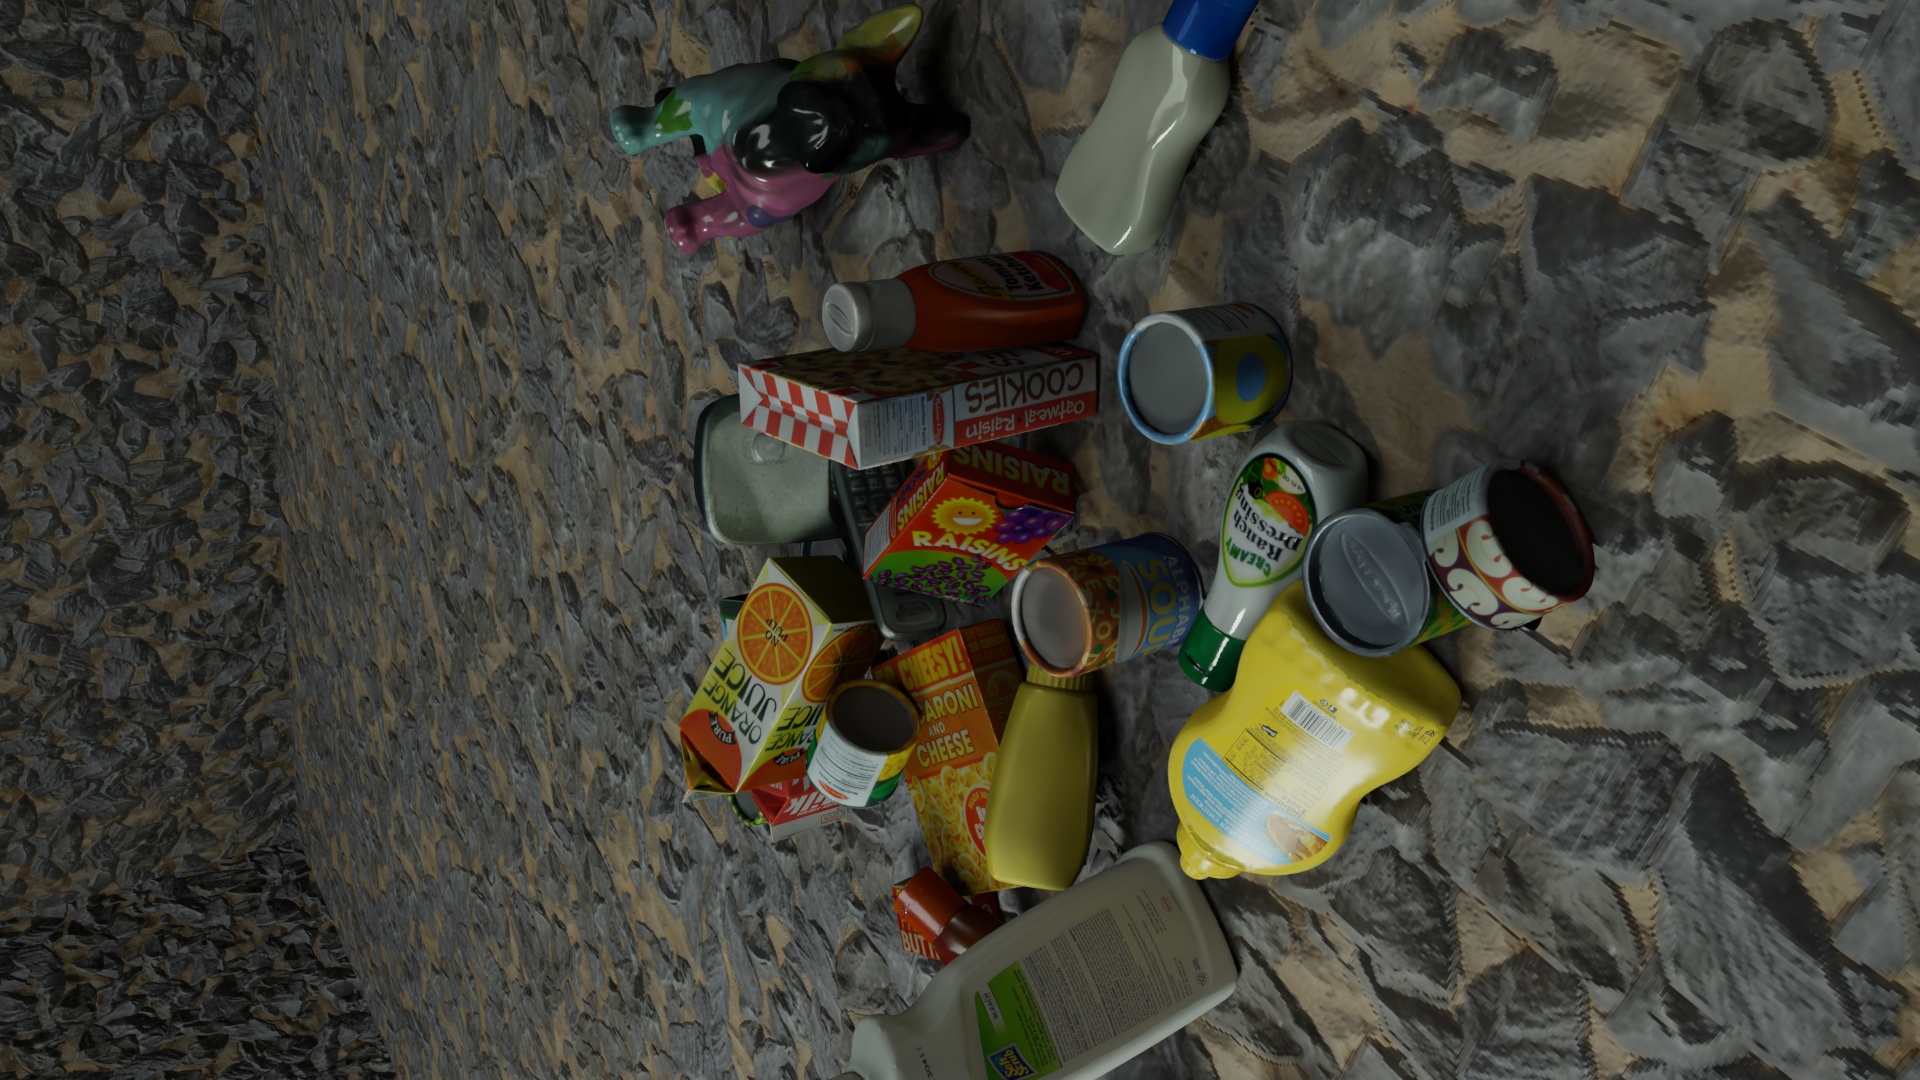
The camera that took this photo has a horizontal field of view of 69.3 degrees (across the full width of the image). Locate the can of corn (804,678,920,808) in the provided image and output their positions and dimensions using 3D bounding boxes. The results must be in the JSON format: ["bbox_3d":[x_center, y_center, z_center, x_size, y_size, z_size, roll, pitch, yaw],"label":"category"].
[{"bbox_3d":[-0.064,0.133,0.929,0.071,0.071,0.058,53,138,30],"label":"can of corn"}]

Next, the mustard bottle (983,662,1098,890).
[{"bbox_3d":[0.054,0.125,0.833,0.049,0.065,0.160,113,167,-87],"label":"mustard bottle"}]

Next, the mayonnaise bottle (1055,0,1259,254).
[{"bbox_3d":[0.101,-0.218,0.696,0.065,0.041,0.147,54,137,26],"label":"mayonnaise bottle"}]

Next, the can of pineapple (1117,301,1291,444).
[{"bbox_3d":[0.120,-0.082,0.692,0.071,0.058,0.070,20,116,49],"label":"can of pineapple"}]

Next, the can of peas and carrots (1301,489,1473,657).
[{"bbox_3d":[0.197,0.012,0.615,0.071,0.059,0.070,19,114,49],"label":"can of peas and carrots"}]

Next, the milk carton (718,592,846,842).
[{"bbox_3d":[-0.128,0.133,1.078,0.073,0.072,0.190,1,100,53],"label":"milk carton"}]

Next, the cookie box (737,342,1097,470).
[{"bbox_3d":[-0.023,-0.087,0.792,0.123,0.168,0.040,22,120,48],"label":"cookie box"}]

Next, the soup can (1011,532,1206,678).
[{"bbox_3d":[0.081,0.036,0.756,0.071,0.084,0.071,19,115,49],"label":"soup can"}]

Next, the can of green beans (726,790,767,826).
[{"bbox_3d":[-0.155,0.196,1.142,0.071,0.058,0.071,20,116,49],"label":"can of green beans"}]

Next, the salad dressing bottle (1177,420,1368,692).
[{"bbox_3d":[0.151,0.012,0.690,0.064,0.044,0.146,46,133,33],"label":"salad dressing bottle"}]

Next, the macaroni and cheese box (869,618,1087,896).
[{"bbox_3d":[0.008,0.147,0.924,0.123,0.040,0.166,-29,77,53],"label":"macaroni and cheese box"}]

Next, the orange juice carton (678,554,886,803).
[{"bbox_3d":[-0.130,0.108,0.973,0.073,0.072,0.192,42,113,28],"label":"orange juice carton"}]

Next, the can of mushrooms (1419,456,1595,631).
[{"bbox_3d":[0.226,0.003,0.569,0.033,0.071,0.071,-40,68,50],"label":"can of mushrooms"}]

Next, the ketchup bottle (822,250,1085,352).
[{"bbox_3d":[-0.005,-0.129,0.770,0.065,0.149,0.043,48,136,35],"label":"ketchup bottle"}]

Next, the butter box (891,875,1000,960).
[{"bbox_3d":[-0.009,0.273,0.996,0.103,0.024,0.053,-10,91,54],"label":"butter box"}]

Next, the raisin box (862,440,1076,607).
[{"bbox_3d":[0.003,-0.011,0.842,0.122,0.086,0.040,-48,34,48],"label":"raisin box"}]

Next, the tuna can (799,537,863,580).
[{"bbox_3d":[-0.087,0.016,1.020,0.071,0.033,0.071,20,116,49],"label":"tuna can"}]

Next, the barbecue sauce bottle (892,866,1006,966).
[{"bbox_3d":[0.021,0.274,0.902,0.149,0.044,0.064,38,140,18],"label":"barbecue sauce bottle"}]
